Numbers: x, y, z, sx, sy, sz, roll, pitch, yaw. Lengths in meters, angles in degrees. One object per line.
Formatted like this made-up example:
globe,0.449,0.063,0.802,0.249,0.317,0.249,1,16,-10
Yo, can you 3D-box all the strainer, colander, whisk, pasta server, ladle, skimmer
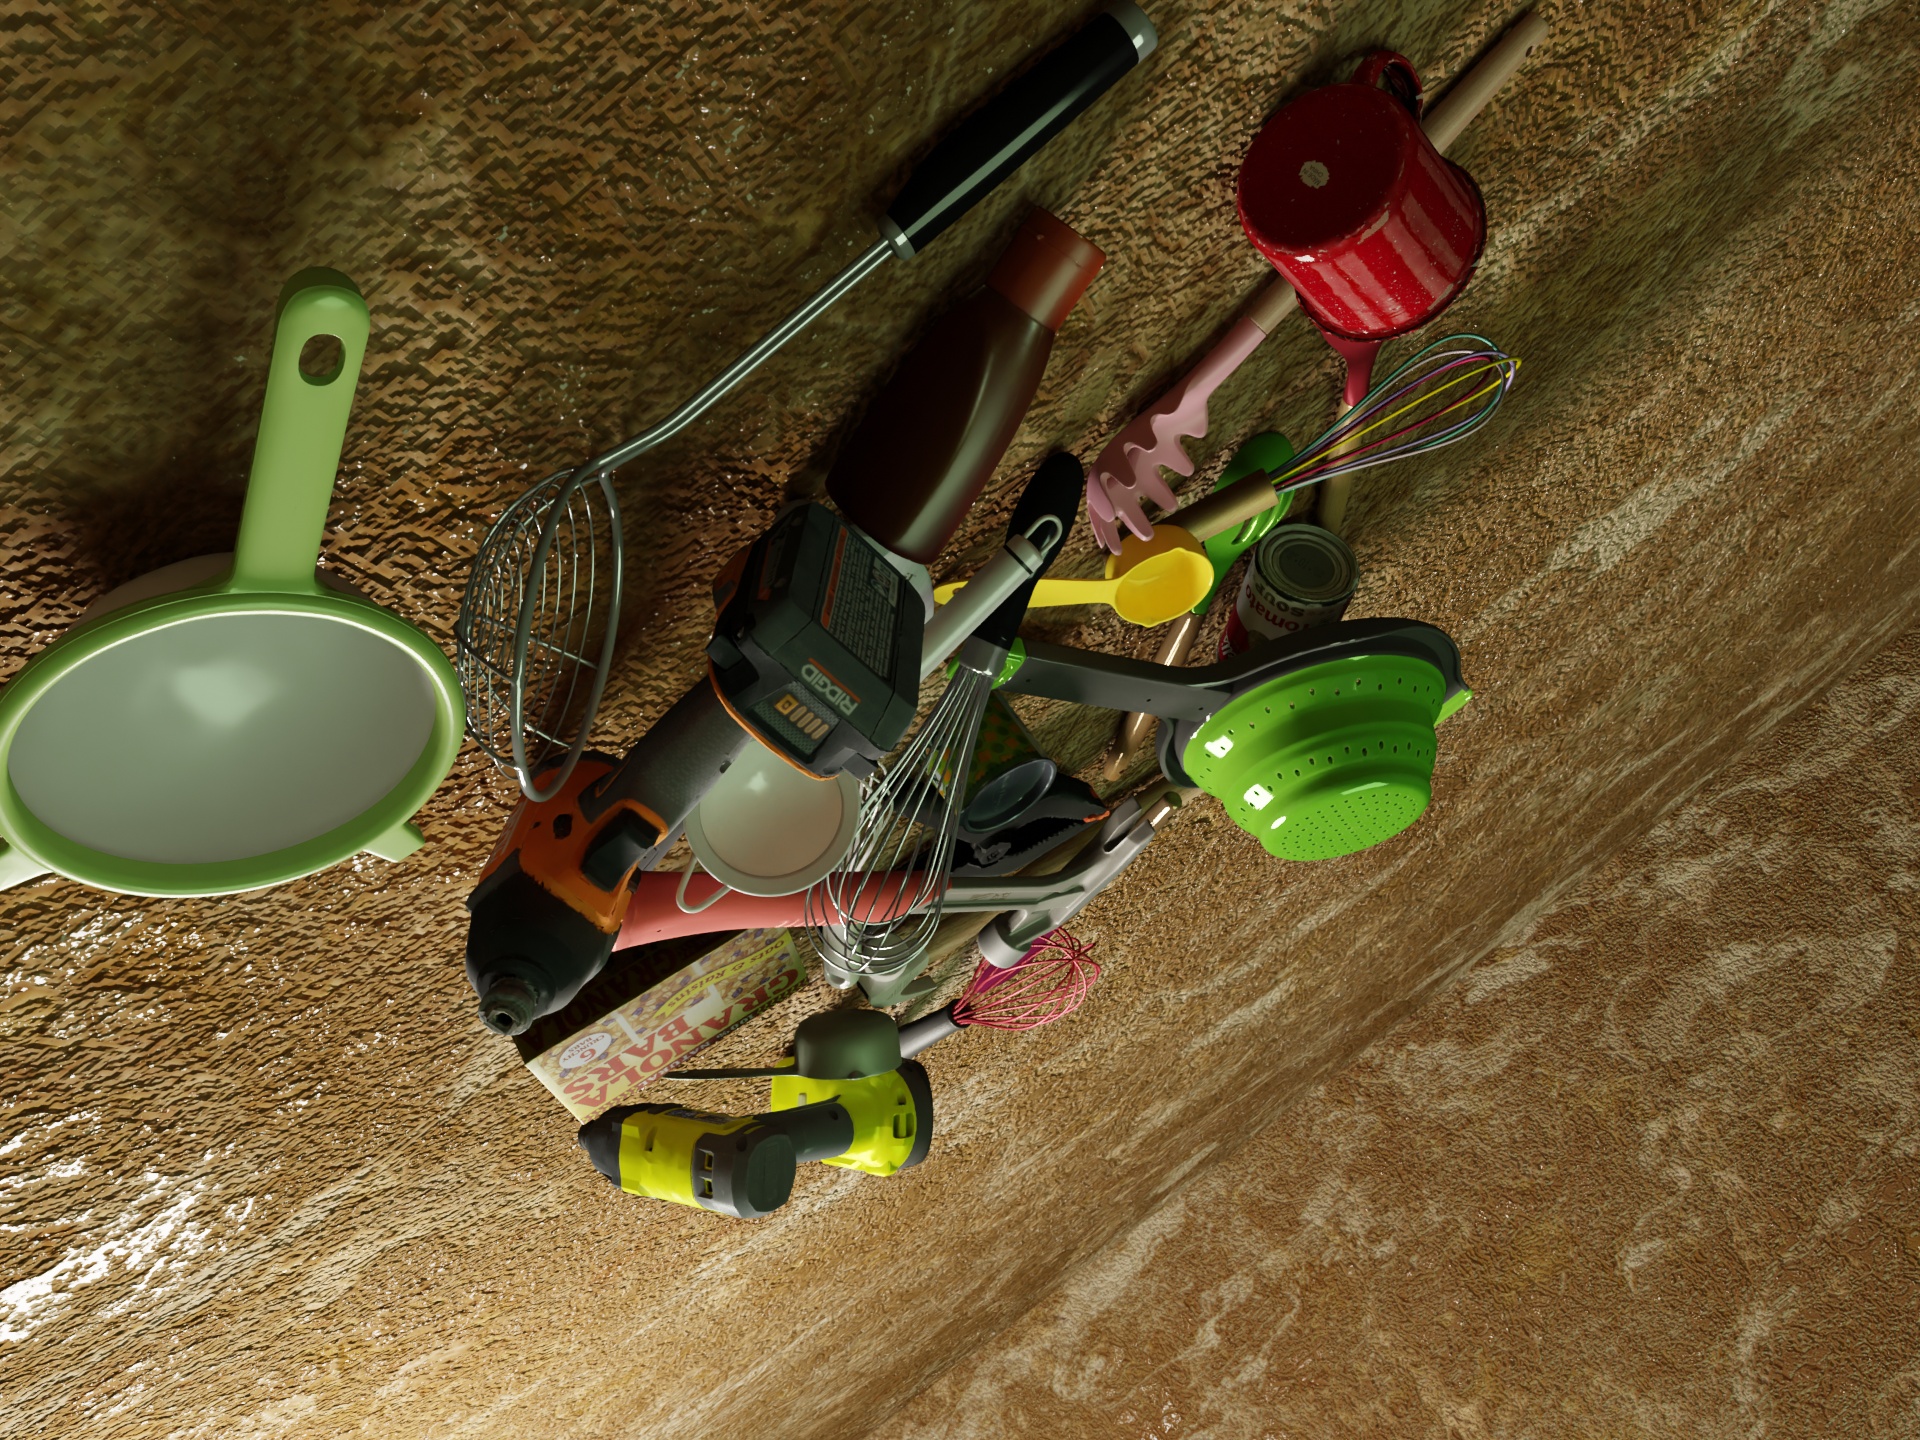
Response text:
strainer,-0.233,-0.047,0.518,0.151,0.069,0.256,-2,136,-36
colander,0.168,0.018,0.976,0.396,0.095,0.204,8,145,-34
whisk,0.000,-0.002,0.800,0.070,0.070,0.284,19,96,-59
pasta server,0.169,-0.210,0.779,0.316,0.040,0.060,-46,157,16
whisk,-0.071,0.095,0.949,0.246,0.058,0.059,95,19,-52
strainer,-0.044,-0.006,0.771,0.258,0.086,0.050,-44,-162,5
whisk,0.189,-0.141,0.868,0.245,0.051,0.047,-26,-163,11
ladle,0.224,-0.172,0.923,0.069,0.031,0.315,-31,155,-9
skimmer,-0.052,-0.119,0.599,0.363,0.090,0.127,-40,-179,3
whisk,0.009,0.214,1.189,0.073,0.073,0.295,-15,165,-37

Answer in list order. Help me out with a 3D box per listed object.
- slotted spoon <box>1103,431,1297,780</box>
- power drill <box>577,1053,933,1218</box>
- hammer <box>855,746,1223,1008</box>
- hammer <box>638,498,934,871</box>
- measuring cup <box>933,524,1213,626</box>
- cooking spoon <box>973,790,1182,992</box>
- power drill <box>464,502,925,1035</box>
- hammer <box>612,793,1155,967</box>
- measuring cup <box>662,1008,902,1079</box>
slotted spoon,0.143,-0.056,1.010,0.070,0.031,0.313,-22,152,-30
power drill,-0.138,0.283,1.105,0.171,0.080,0.223,-1,178,36
hammer,0.066,0.110,1.164,0.331,0.031,0.130,-31,162,-18
hammer,-0.134,0.027,0.800,0.331,0.033,0.128,-47,151,20
measuring cup,0.059,-0.079,0.851,0.156,0.029,0.062,-3,142,-14
cooking spoon,0.083,0.135,1.176,0.069,0.017,0.318,-25,161,-36
power drill,-0.119,0.028,0.660,0.226,0.164,0.084,-40,112,21
hammer,-0.044,0.093,0.890,0.358,0.037,0.149,6,136,-47
measuring cup,-0.124,0.228,1.112,0.167,0.038,0.083,-2,180,-12
